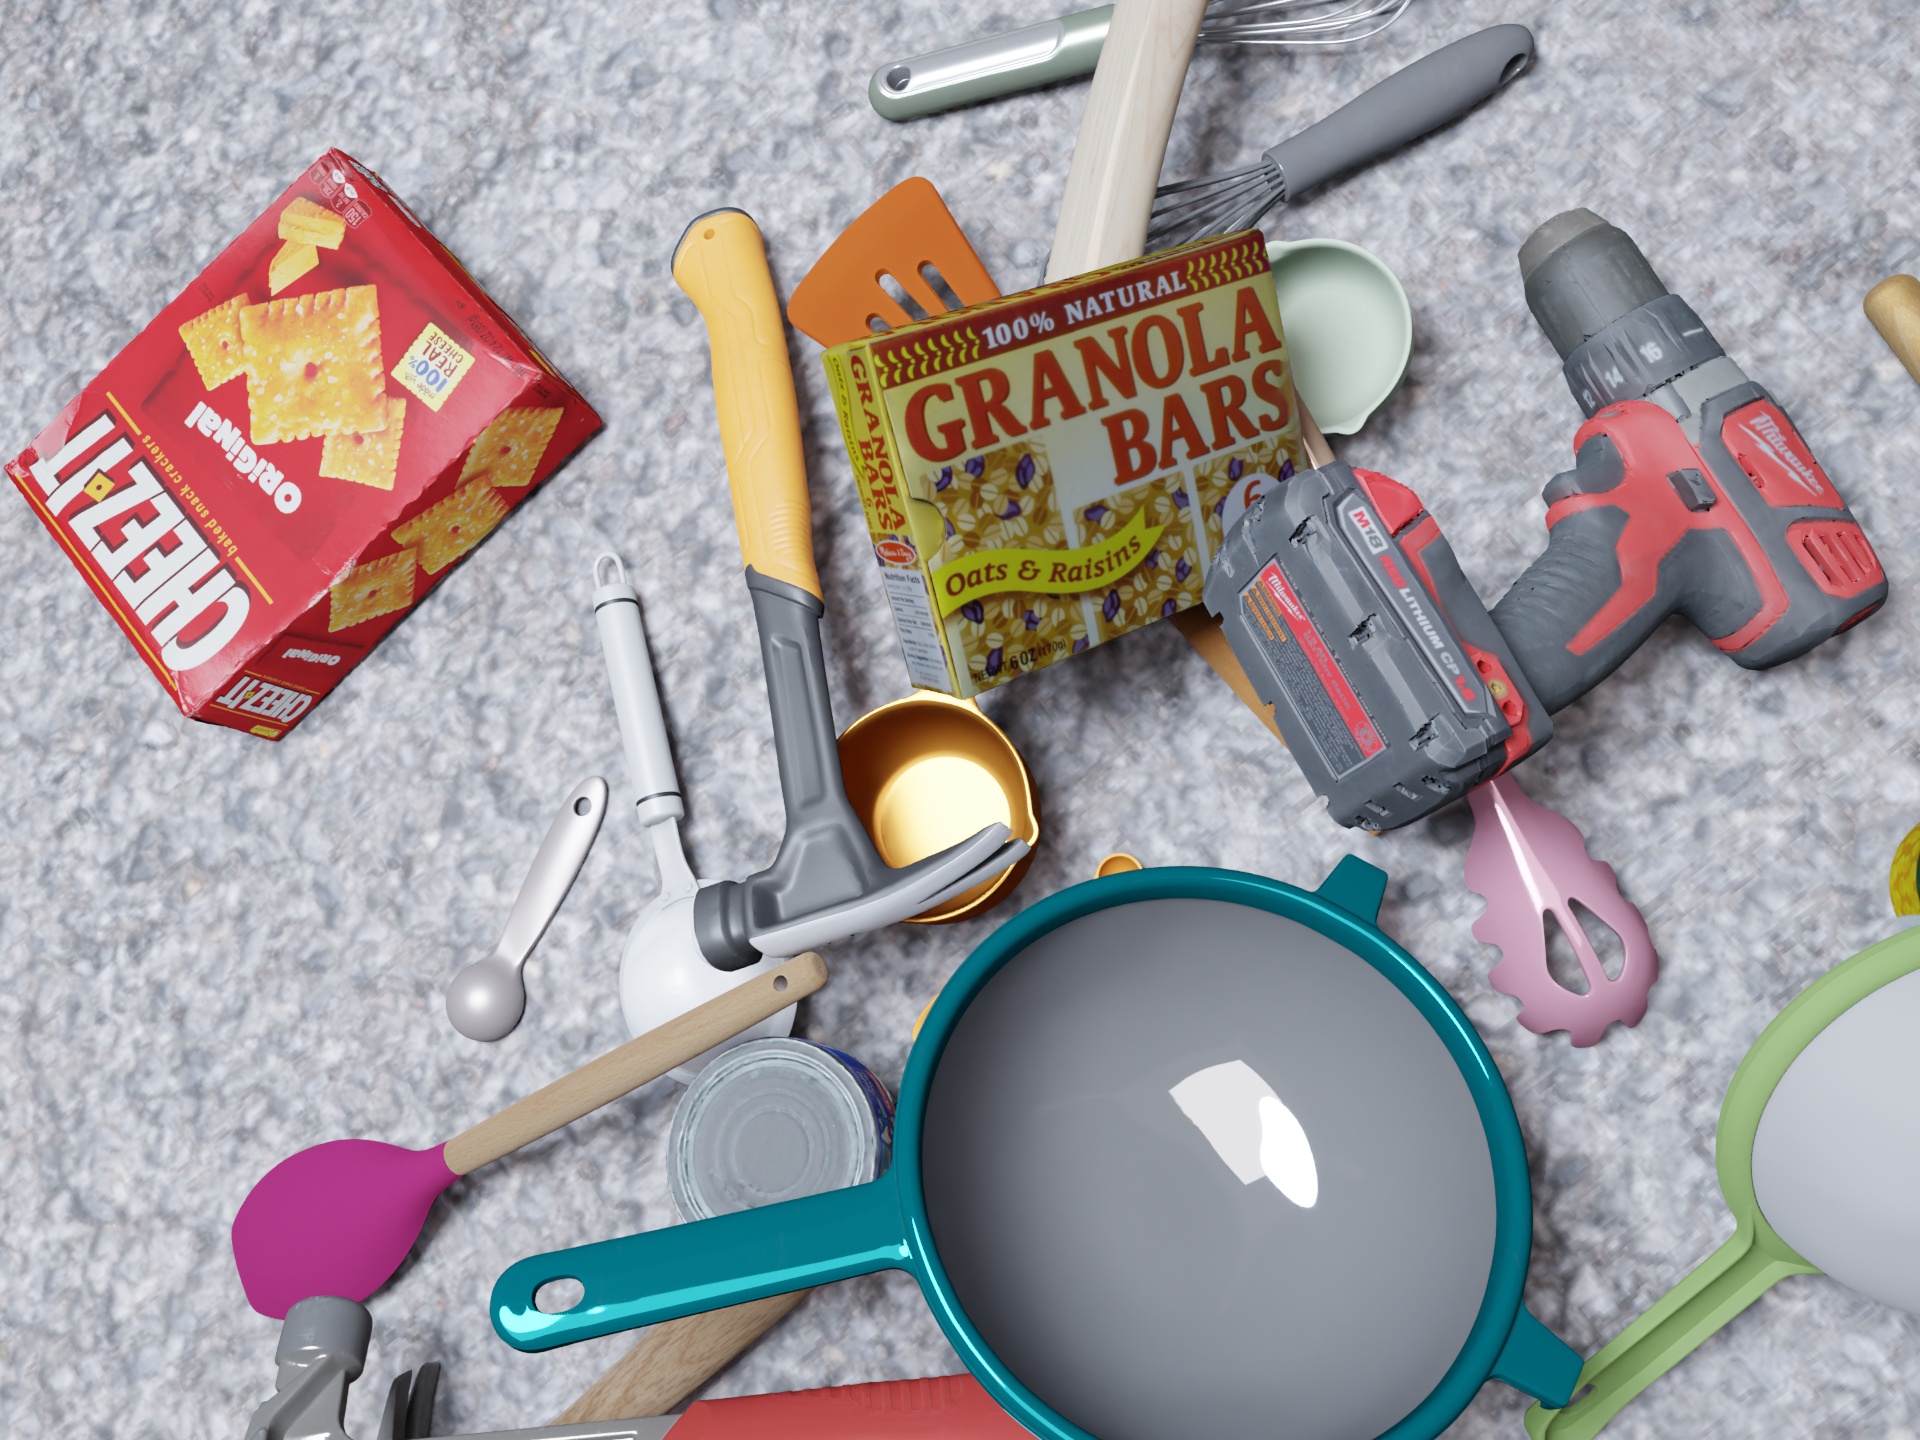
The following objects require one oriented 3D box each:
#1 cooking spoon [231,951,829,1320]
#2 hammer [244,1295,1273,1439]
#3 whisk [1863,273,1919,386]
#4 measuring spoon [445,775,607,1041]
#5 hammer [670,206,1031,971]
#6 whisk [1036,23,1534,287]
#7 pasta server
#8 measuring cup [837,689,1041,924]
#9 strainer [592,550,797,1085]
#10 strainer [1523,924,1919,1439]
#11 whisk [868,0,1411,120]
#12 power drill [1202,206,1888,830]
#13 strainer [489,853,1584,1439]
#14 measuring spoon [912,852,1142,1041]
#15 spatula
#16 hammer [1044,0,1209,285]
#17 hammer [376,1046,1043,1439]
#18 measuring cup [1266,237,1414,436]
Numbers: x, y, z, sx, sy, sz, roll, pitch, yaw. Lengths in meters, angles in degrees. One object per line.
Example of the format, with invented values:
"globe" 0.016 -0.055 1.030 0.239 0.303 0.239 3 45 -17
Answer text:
"cooking spoon" -0.181 0.162 0.627 0.319 0.017 0.069 -30 74 20
"hammer" -0.067 0.262 0.553 0.359 0.036 0.149 -3 43 -5
"whisk" 0.408 -0.063 0.578 0.047 0.051 0.245 -21 71 -14
"measuring spoon" -0.185 0.079 0.679 0.034 0.018 0.124 24 84 15
"hammer" -0.067 -0.075 0.640 0.127 0.034 0.337 -20 64 16
"whisk" 0.133 -0.224 0.661 0.239 0.055 0.055 -29 75 0
"pasta server" 0.172 -0.024 0.603 0.060 0.040 0.316 -27 79 5
"measuring cup" -0.001 -0.002 0.641 0.095 0.052 0.174 12 80 14
"strainer" -0.126 0.045 0.664 0.087 0.050 0.259 -23 72 21
"strainer" 0.290 0.176 0.511 0.151 0.069 0.256 37 106 -21
"whisk" 0.077 -0.298 0.684 0.246 0.059 0.058 -9 76 15
"power drill" 0.201 -0.079 0.568 0.226 0.080 0.188 -24 78 -20
"strainer" 0.019 0.175 0.549 0.340 0.095 0.211 -10 59 -8
"measuring spoon" 0.027 0.094 0.639 0.117 0.011 0.021 -40 75 6
"spatula" 0.060 -0.079 0.639 0.081 0.041 0.323 -43 79 11
"hammer" 0.068 -0.275 0.618 0.146 0.038 0.411 15 88 1
"hammer" -0.101 0.237 0.625 0.331 0.031 0.130 -43 75 1
"measuring cup" 0.106 -0.134 0.656 0.167 0.038 0.083 -26 85 24
